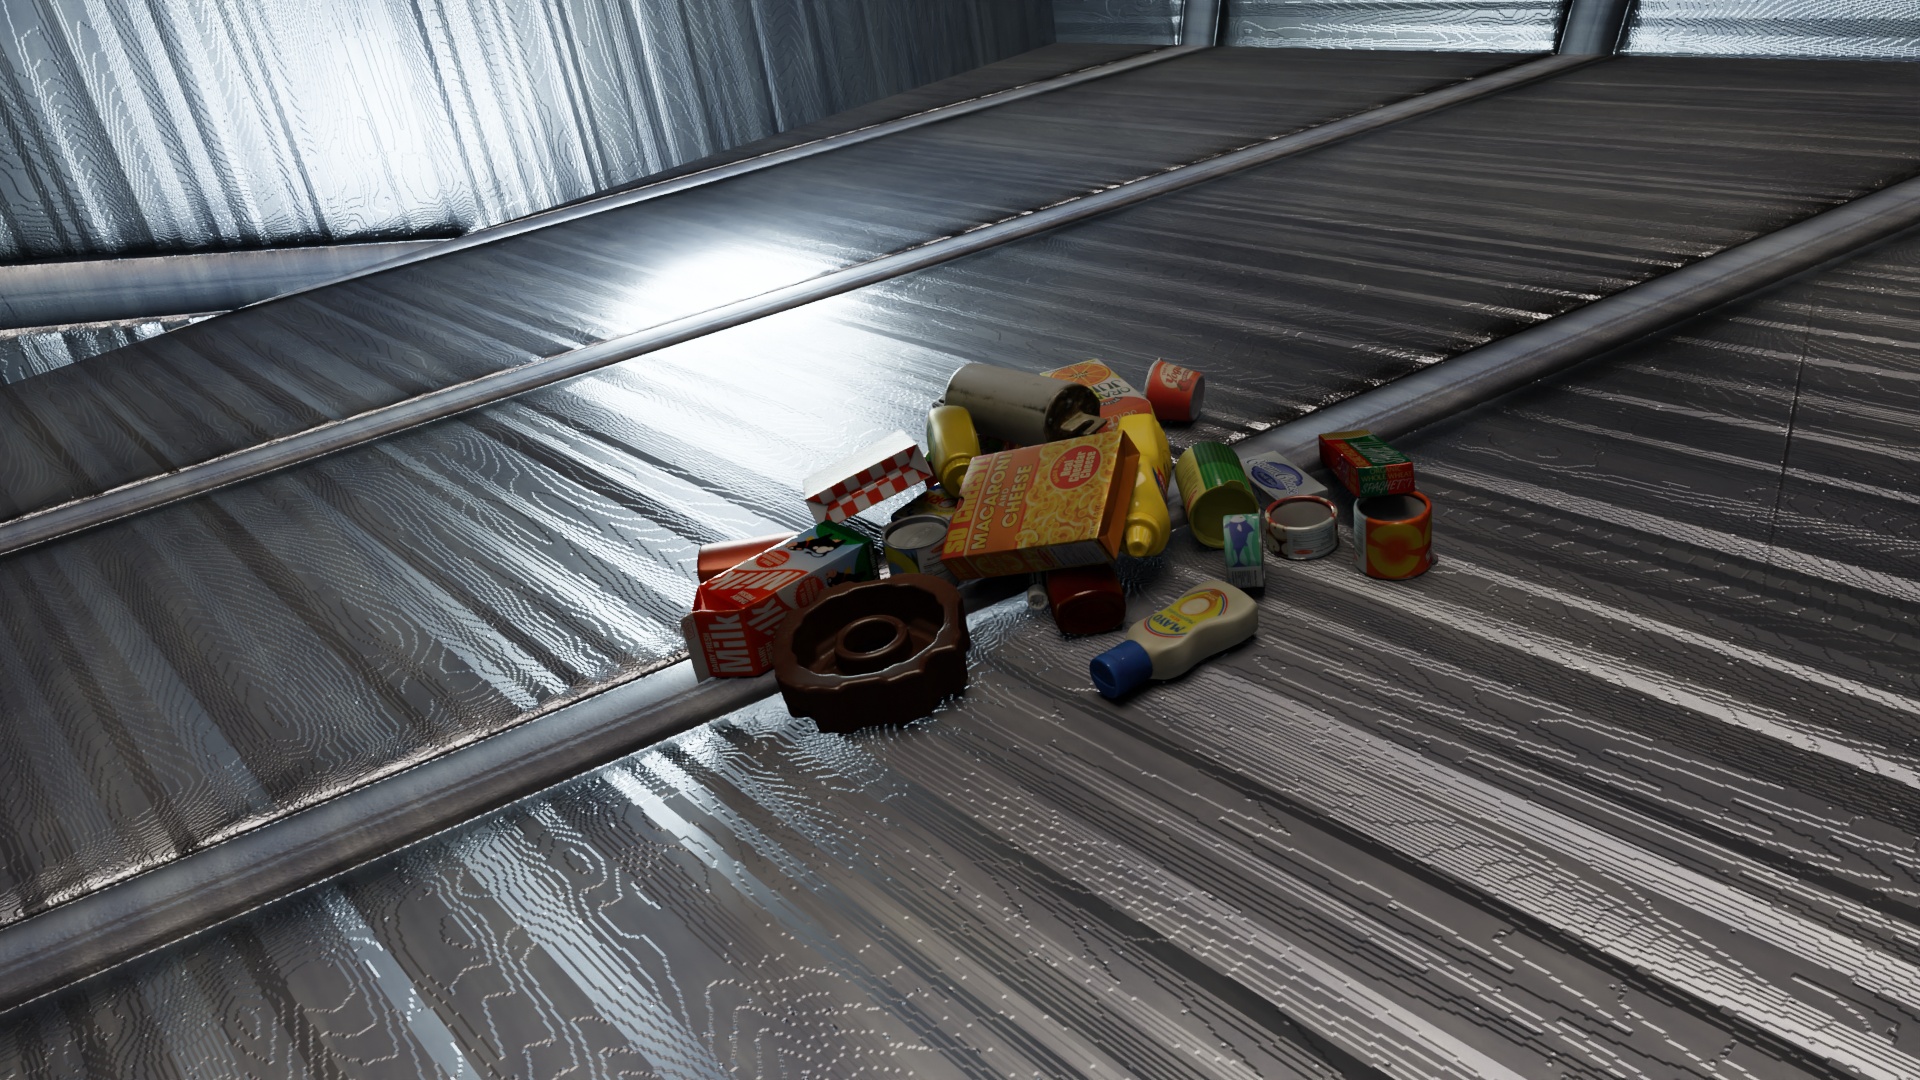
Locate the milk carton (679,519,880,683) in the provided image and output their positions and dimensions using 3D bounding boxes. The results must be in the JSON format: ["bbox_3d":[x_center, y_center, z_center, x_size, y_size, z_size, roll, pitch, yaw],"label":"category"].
[{"bbox_3d":[-0.167,0.058,1.263,0.191,0.072,0.073,-30,34,-32],"label":"milk carton"}]

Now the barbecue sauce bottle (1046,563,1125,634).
[{"bbox_3d":[0.106,0.029,1.258,0.065,0.043,0.149,-7,28,-2],"label":"barbecue sauce bottle"}]

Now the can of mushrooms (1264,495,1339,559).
[{"bbox_3d":[0.313,-0.014,1.280,0.071,0.033,0.071,-8,29,5],"label":"can of mushrooms"}]

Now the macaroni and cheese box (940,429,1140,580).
[{"bbox_3d":[0.071,-0.032,1.262,0.166,0.040,0.124,-8,49,33],"label":"macaroni and cheese box"}]

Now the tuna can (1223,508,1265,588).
[{"bbox_3d":[0.250,0.007,1.225,0.033,0.070,0.071,-4,29,13],"label":"tuna can"}]

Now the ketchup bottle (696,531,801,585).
[{"bbox_3d":[-0.183,0.017,1.373,0.149,0.043,0.065,-9,27,1],"label":"ketchup bottle"}]

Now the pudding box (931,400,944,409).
[{"bbox_3d":[0.015,-0.156,1.642,0.084,0.030,0.050,-22,29,-22],"label":"pudding box"}]

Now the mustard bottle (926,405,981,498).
[{"bbox_3d":[-0.004,-0.082,1.398,0.049,0.065,0.161,-5,29,-6],"label":"mustard bottle"}]

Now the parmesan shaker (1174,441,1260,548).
[{"bbox_3d":[0.245,-0.048,1.325,0.071,0.071,0.103,-8,28,5],"label":"parmesan shaker"}]

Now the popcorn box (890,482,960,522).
[{"bbox_3d":[0.005,-0.017,1.382,0.127,0.038,0.085,14,35,38],"label":"popcorn box"}]

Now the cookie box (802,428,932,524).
[{"bbox_3d":[-0.098,-0.064,1.424,0.123,0.040,0.167,-27,12,-3],"label":"cookie box"}]

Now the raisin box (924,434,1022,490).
[{"bbox_3d":[0.016,-0.100,1.528,0.086,0.040,0.124,-1,29,18],"label":"raisin box"}]

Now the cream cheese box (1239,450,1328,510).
[{"bbox_3d":[0.312,-0.054,1.364,0.053,0.024,0.104,-15,29,-13],"label":"cream cheese box"}]

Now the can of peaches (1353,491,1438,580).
[{"bbox_3d":[0.382,-0.007,1.219,0.071,0.057,0.071,-8,28,4],"label":"can of peaches"}]

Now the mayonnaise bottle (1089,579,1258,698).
[{"bbox_3d":[0.173,0.082,1.141,0.149,0.041,0.065,-25,33,-27],"label":"mayonnaise bottle"}]

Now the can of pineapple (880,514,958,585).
[{"bbox_3d":[-0.038,0.015,1.315,0.071,0.057,0.071,-8,28,4],"label":"can of pineapple"}]

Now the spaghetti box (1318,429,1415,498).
[{"bbox_3d":[0.376,-0.074,1.298,0.050,0.028,0.251,-6,10,8],"label":"spaghetti box"}]

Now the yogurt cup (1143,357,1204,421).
[{"bbox_3d":[0.239,-0.164,1.550,0.054,0.072,0.073,13,35,22],"label":"yogurt cup"}]

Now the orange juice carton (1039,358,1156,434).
[{"bbox_3d":[0.154,-0.126,1.497,0.072,0.072,0.193,-16,29,-11],"label":"orange juice carton"}]
